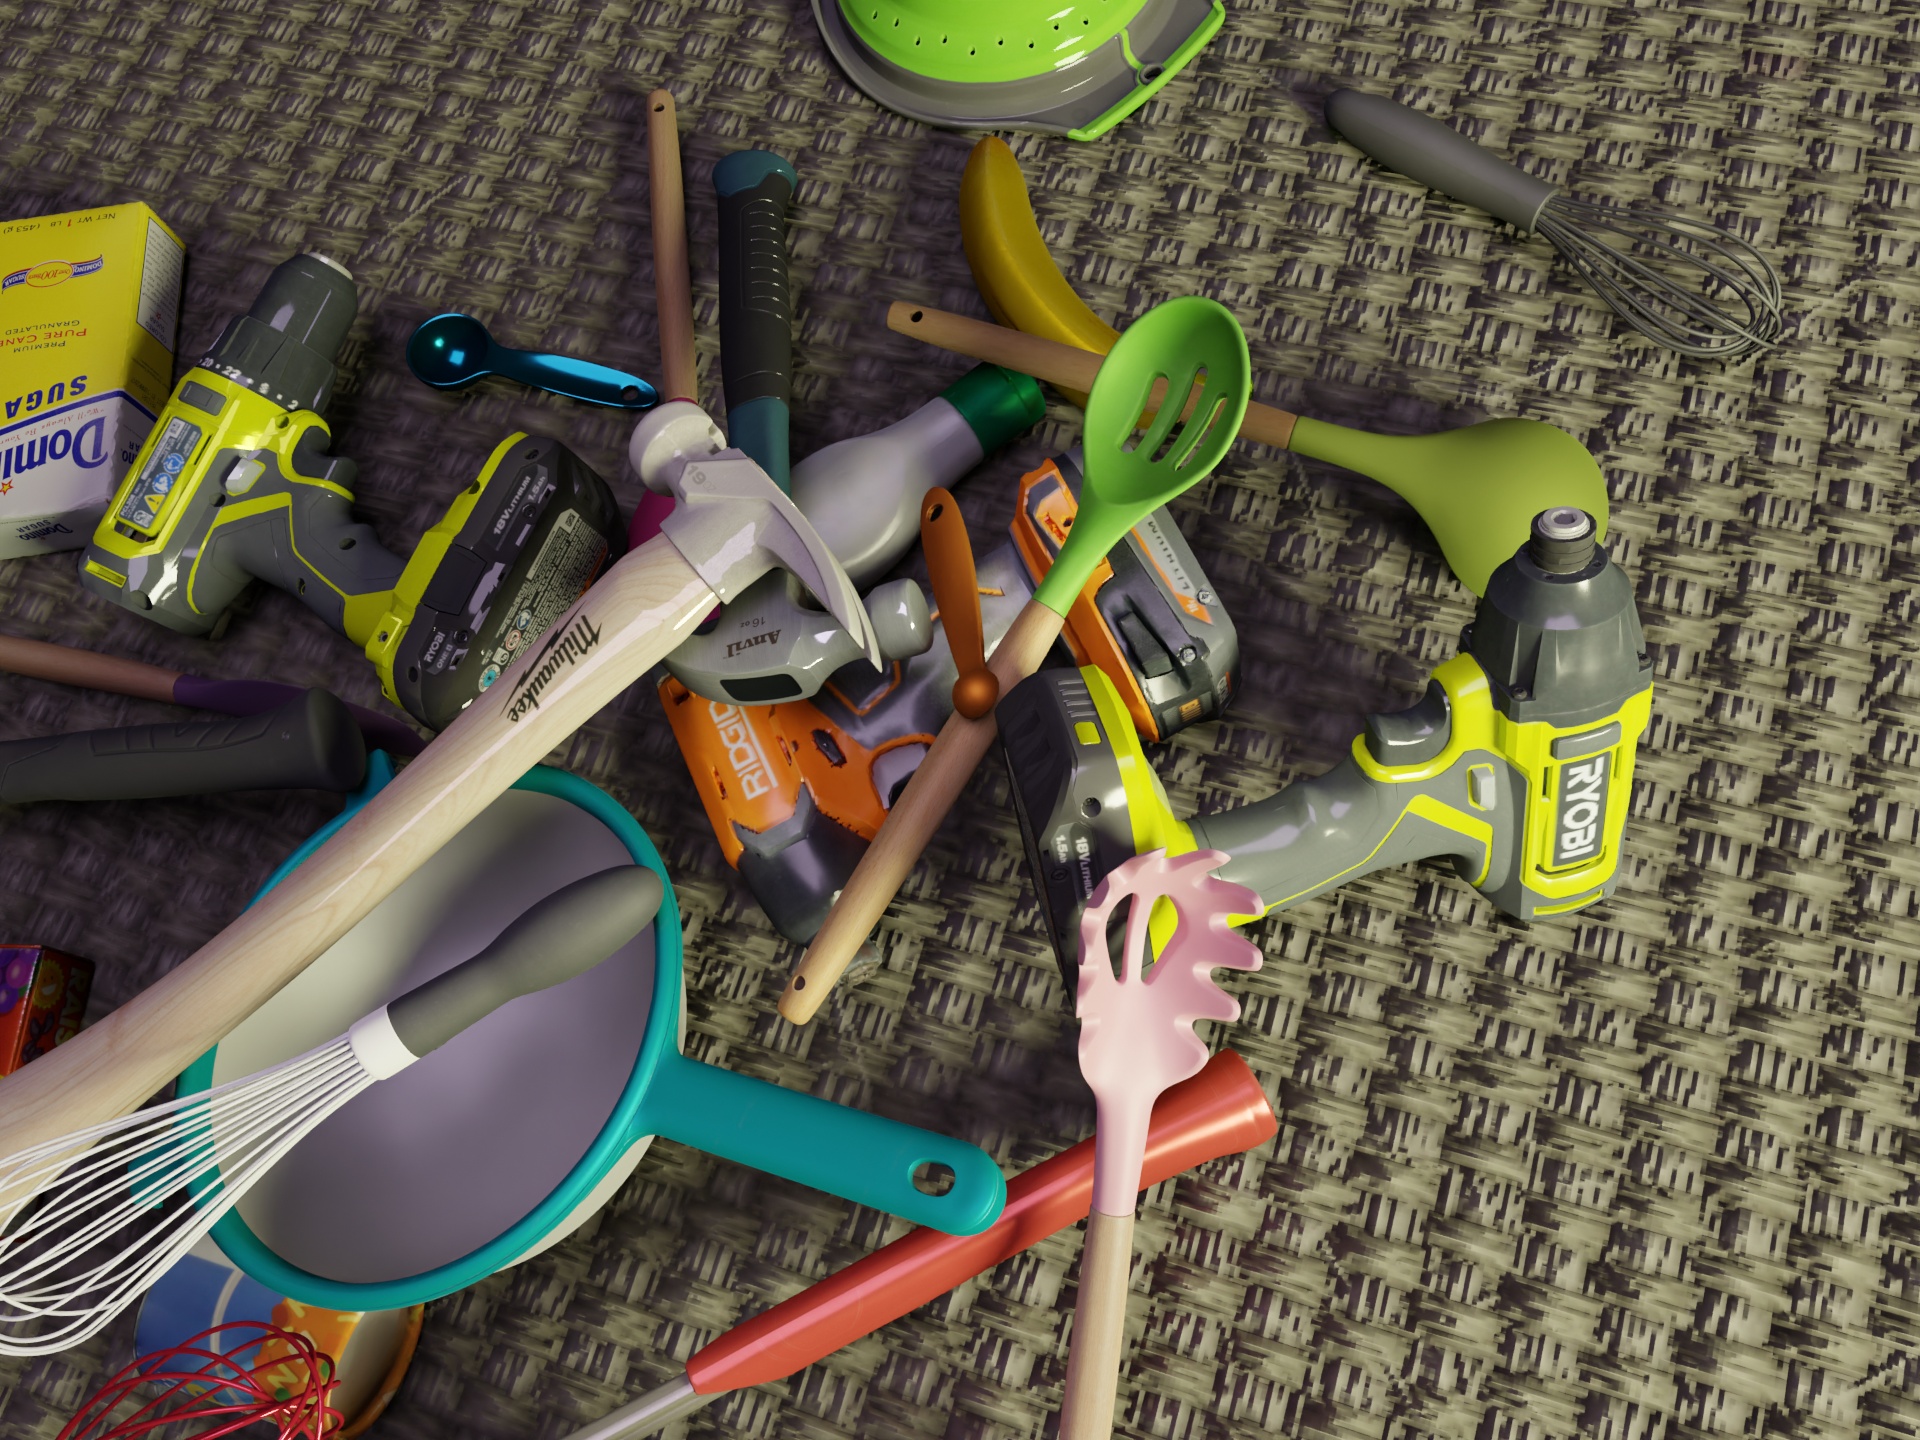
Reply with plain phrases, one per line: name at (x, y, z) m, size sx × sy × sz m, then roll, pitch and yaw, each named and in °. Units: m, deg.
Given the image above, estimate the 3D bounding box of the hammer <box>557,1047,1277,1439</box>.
hammer at (-0.050, 0.211, 0.568) m, size 0.359 × 0.149 × 0.037 m, roll -26°, pitch 60°, yaw -8°

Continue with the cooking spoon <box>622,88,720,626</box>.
cooking spoon at (-0.137, -0.175, 0.771) m, size 0.069 × 0.017 × 0.319 m, roll -7°, pitch 70°, yaw -1°

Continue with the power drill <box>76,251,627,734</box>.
power drill at (-0.275, -0.105, 0.733) m, size 0.228 × 0.080 × 0.190 m, roll 24°, pitch 82°, yaw 18°

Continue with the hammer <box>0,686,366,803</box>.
hammer at (-0.403, 0.026, 0.698) m, size 0.335 × 0.035 × 0.146 m, roll -4°, pitch 70°, yaw 20°

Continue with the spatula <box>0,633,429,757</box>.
spatula at (-0.384, -0.020, 0.742) m, size 0.316 × 0.059 × 0.018 m, roll 10°, pitch 65°, yaw 17°

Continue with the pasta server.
pasta server at (0.050, 0.193, 0.535) m, size 0.060 × 0.040 × 0.316 m, roll 4°, pitch 98°, yaw -15°

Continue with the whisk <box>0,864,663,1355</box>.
whisk at (-0.229, 0.129, 0.554) m, size 0.284 × 0.070 × 0.070 m, roll -31°, pitch 69°, yaw -6°

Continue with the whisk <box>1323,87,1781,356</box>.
whisk at (0.262, -0.230, 0.720) m, size 0.239 × 0.055 × 0.055 m, roll 39°, pitch 80°, yaw 23°

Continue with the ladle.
ladle at (0.118, -0.128, 0.688) m, size 0.320 × 0.062 × 0.078 m, roll 19°, pitch 85°, yaw 13°

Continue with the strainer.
strainer at (-0.131, 0.139, 0.600) m, size 0.340 × 0.095 × 0.211 m, roll 11°, pitch 65°, yaw 23°

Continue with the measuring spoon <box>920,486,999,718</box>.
measuring spoon at (-0.004, -0.049, 0.613) m, size 0.021 × 0.011 × 0.117 m, roll -32°, pitch 49°, yaw 26°

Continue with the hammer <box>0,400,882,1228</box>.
hammer at (-0.215, 0.055, 0.592) m, size 0.410 × 0.038 × 0.146 m, roll -41°, pitch 58°, yaw -2°

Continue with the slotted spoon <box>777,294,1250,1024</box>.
slotted spoon at (0.018, -0.021, 0.605) m, size 0.070 × 0.031 × 0.314 m, roll 30°, pitch 87°, yaw 37°

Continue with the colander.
colander at (-0.039, -0.460, 0.821) m, size 0.204 × 0.094 × 0.397 m, roll -44°, pitch 70°, yaw -8°

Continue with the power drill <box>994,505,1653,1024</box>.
power drill at (0.133, 0.018, 0.573) m, size 0.223 × 0.171 × 0.080 m, roll -15°, pitch 40°, yaw -2°

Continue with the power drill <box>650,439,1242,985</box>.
power drill at (-0.001, -0.002, 0.660) m, size 0.226 × 0.084 × 0.164 m, roll -27°, pitch 69°, yaw 3°

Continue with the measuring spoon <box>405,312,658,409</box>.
measuring spoon at (-0.210, -0.169, 0.788) m, size 0.128 × 0.021 × 0.042 m, roll 14°, pitch 70°, yaw 4°

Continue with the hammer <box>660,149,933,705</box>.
hammer at (-0.088, -0.145, 0.704) m, size 0.128 × 0.033 × 0.331 m, roll -16°, pitch 53°, yaw 12°

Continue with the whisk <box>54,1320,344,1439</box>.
whisk at (-0.330, 0.281, 0.580) m, size 0.296 × 0.073 × 0.073 m, roll -25°, pitch 67°, yaw 23°
